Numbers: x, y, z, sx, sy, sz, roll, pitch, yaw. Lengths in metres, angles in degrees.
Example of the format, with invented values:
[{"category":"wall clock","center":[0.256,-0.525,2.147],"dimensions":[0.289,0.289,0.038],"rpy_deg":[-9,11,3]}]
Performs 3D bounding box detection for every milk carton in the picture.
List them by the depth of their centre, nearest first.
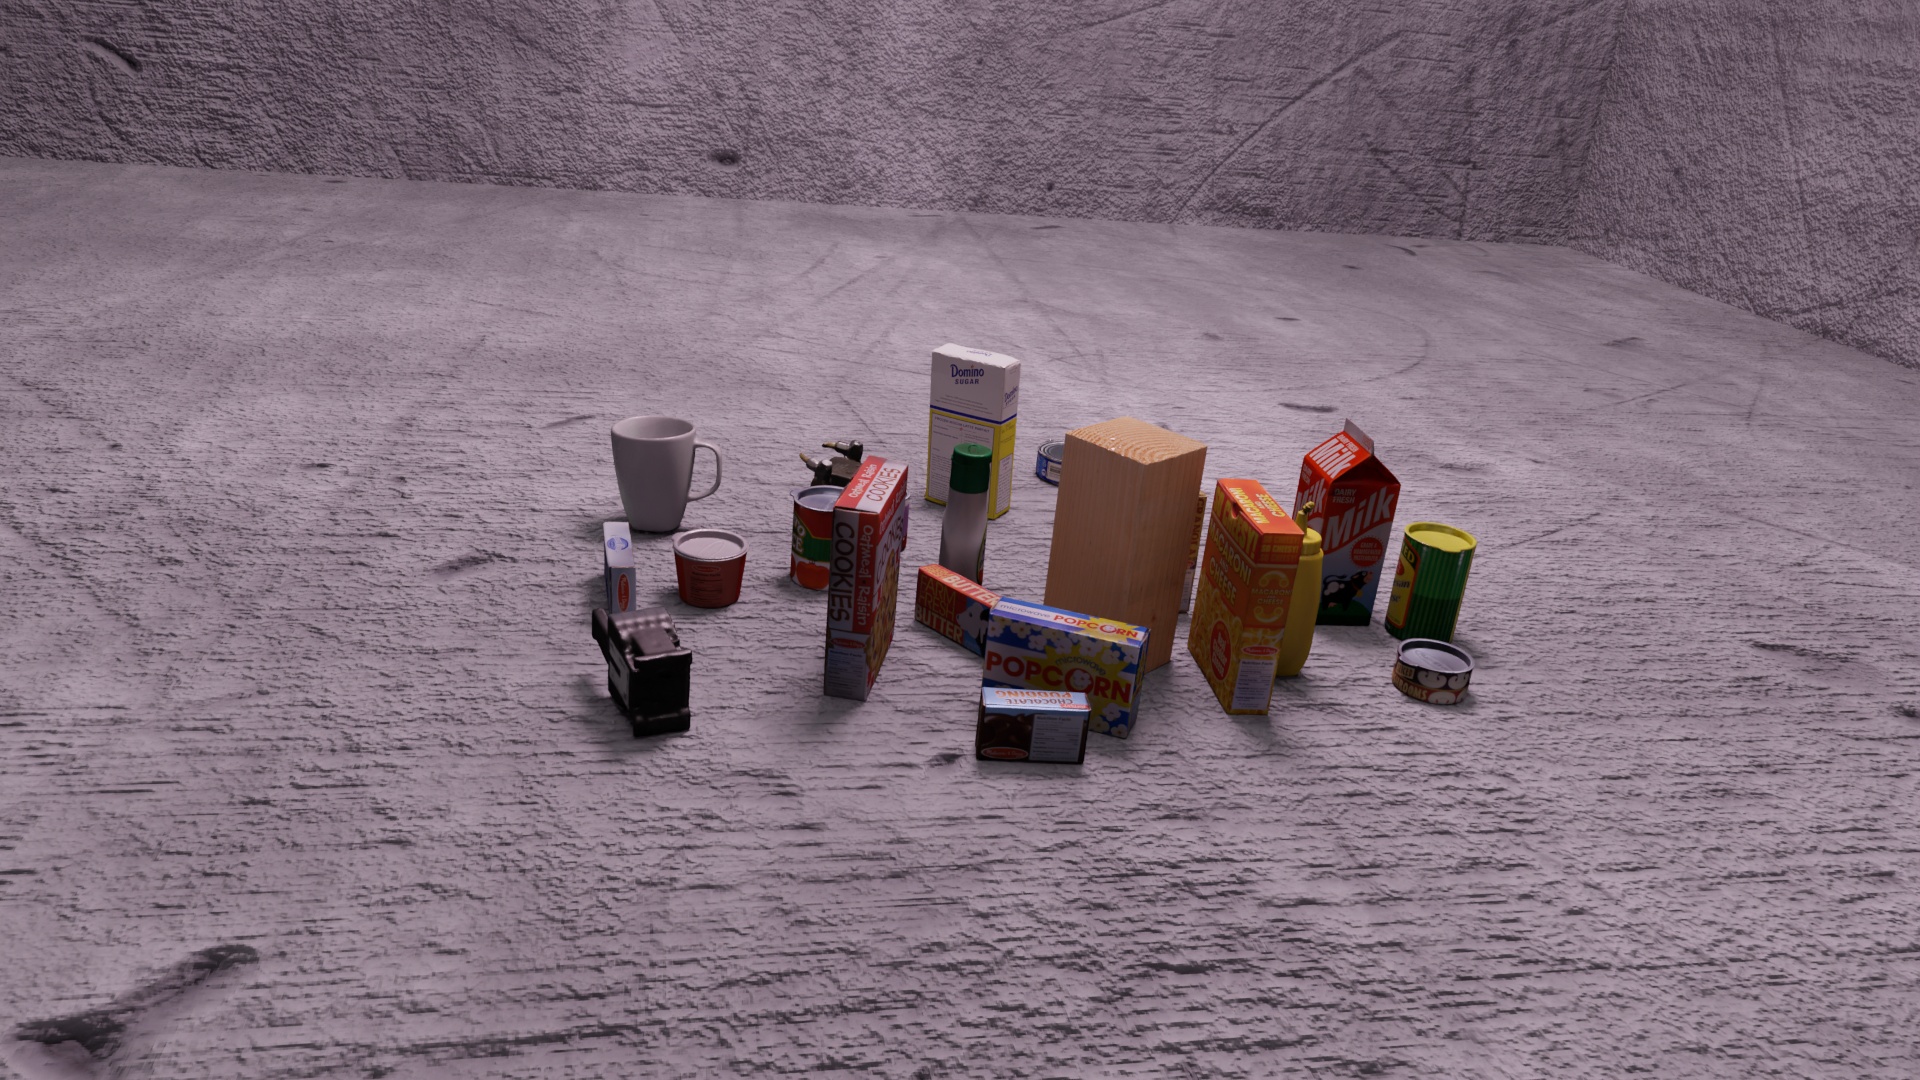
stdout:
[{"category":"milk carton","center":[0.365,-0.018,1.334],"dimensions":[0.073,0.189,0.072],"rpy_deg":[2,23,-9]}]

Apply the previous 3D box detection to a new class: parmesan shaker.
[{"category":"parmesan shaker","center":[0.446,0.043,1.321],"dimensions":[0.071,0.102,0.071],"rpy_deg":[5,22,-2]}]

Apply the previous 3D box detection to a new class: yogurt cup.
[{"category":"yogurt cup","center":[-0.228,0.026,1.267],"dimensions":[0.072,0.053,0.073],"rpy_deg":[5,23,-2]}]

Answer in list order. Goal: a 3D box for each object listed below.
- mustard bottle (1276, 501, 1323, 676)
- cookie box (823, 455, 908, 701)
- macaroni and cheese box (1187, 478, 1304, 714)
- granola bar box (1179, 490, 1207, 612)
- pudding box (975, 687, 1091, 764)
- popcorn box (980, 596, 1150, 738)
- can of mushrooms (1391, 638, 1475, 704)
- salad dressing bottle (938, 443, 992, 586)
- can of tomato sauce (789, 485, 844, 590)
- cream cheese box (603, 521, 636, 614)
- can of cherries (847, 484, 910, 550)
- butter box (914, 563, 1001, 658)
[{"category":"mustard bottle","center":[0.288,0.039,1.221],"dimensions":[0.049,0.159,0.065],"rpy_deg":[1,23,-11]},{"category":"cookie box","center":[-0.079,0.029,1.150],"dimensions":[0.040,0.166,0.123],"rpy_deg":[8,23,6]},{"category":"macaroni and cheese box","center":[0.239,0.046,1.184],"dimensions":[0.040,0.165,0.124],"rpy_deg":[2,23,-9]},{"category":"granola bar box","center":[0.182,-0.018,1.378],"dimensions":[0.039,0.123,0.166],"rpy_deg":[-2,24,-18]},{"category":"pudding box","center":[0.055,0.142,1.064],"dimensions":[0.084,0.049,0.030],"rpy_deg":[3,23,-6]},{"category":"popcorn box","center":[0.083,0.101,1.121],"dimensions":[0.127,0.085,0.038],"rpy_deg":[12,23,15]},{"category":"can of mushrooms","center":[0.416,0.116,1.230],"dimensions":[0.071,0.033,0.071],"rpy_deg":[5,23,-2]},{"category":"salad dressing bottle","center":[0.005,-0.016,1.302],"dimensions":[0.044,0.147,0.064],"rpy_deg":[6,22,0]},{"category":"can of tomato sauce","center":[-0.130,-0.003,1.321],"dimensions":[0.071,0.082,0.071],"rpy_deg":[5,22,-2]},{"category":"cream cheese box","center":[-0.307,0.026,1.249],"dimensions":[0.024,0.053,0.104],"rpy_deg":[-2,24,-17]},{"category":"can of cherries","center":[-0.086,-0.022,1.410],"dimensions":[0.071,0.058,0.072],"rpy_deg":[5,23,-2]},{"category":"butter box","center":[0.001,0.062,1.236],"dimensions":[0.024,0.053,0.103],"rpy_deg":[-15,30,-41]}]
